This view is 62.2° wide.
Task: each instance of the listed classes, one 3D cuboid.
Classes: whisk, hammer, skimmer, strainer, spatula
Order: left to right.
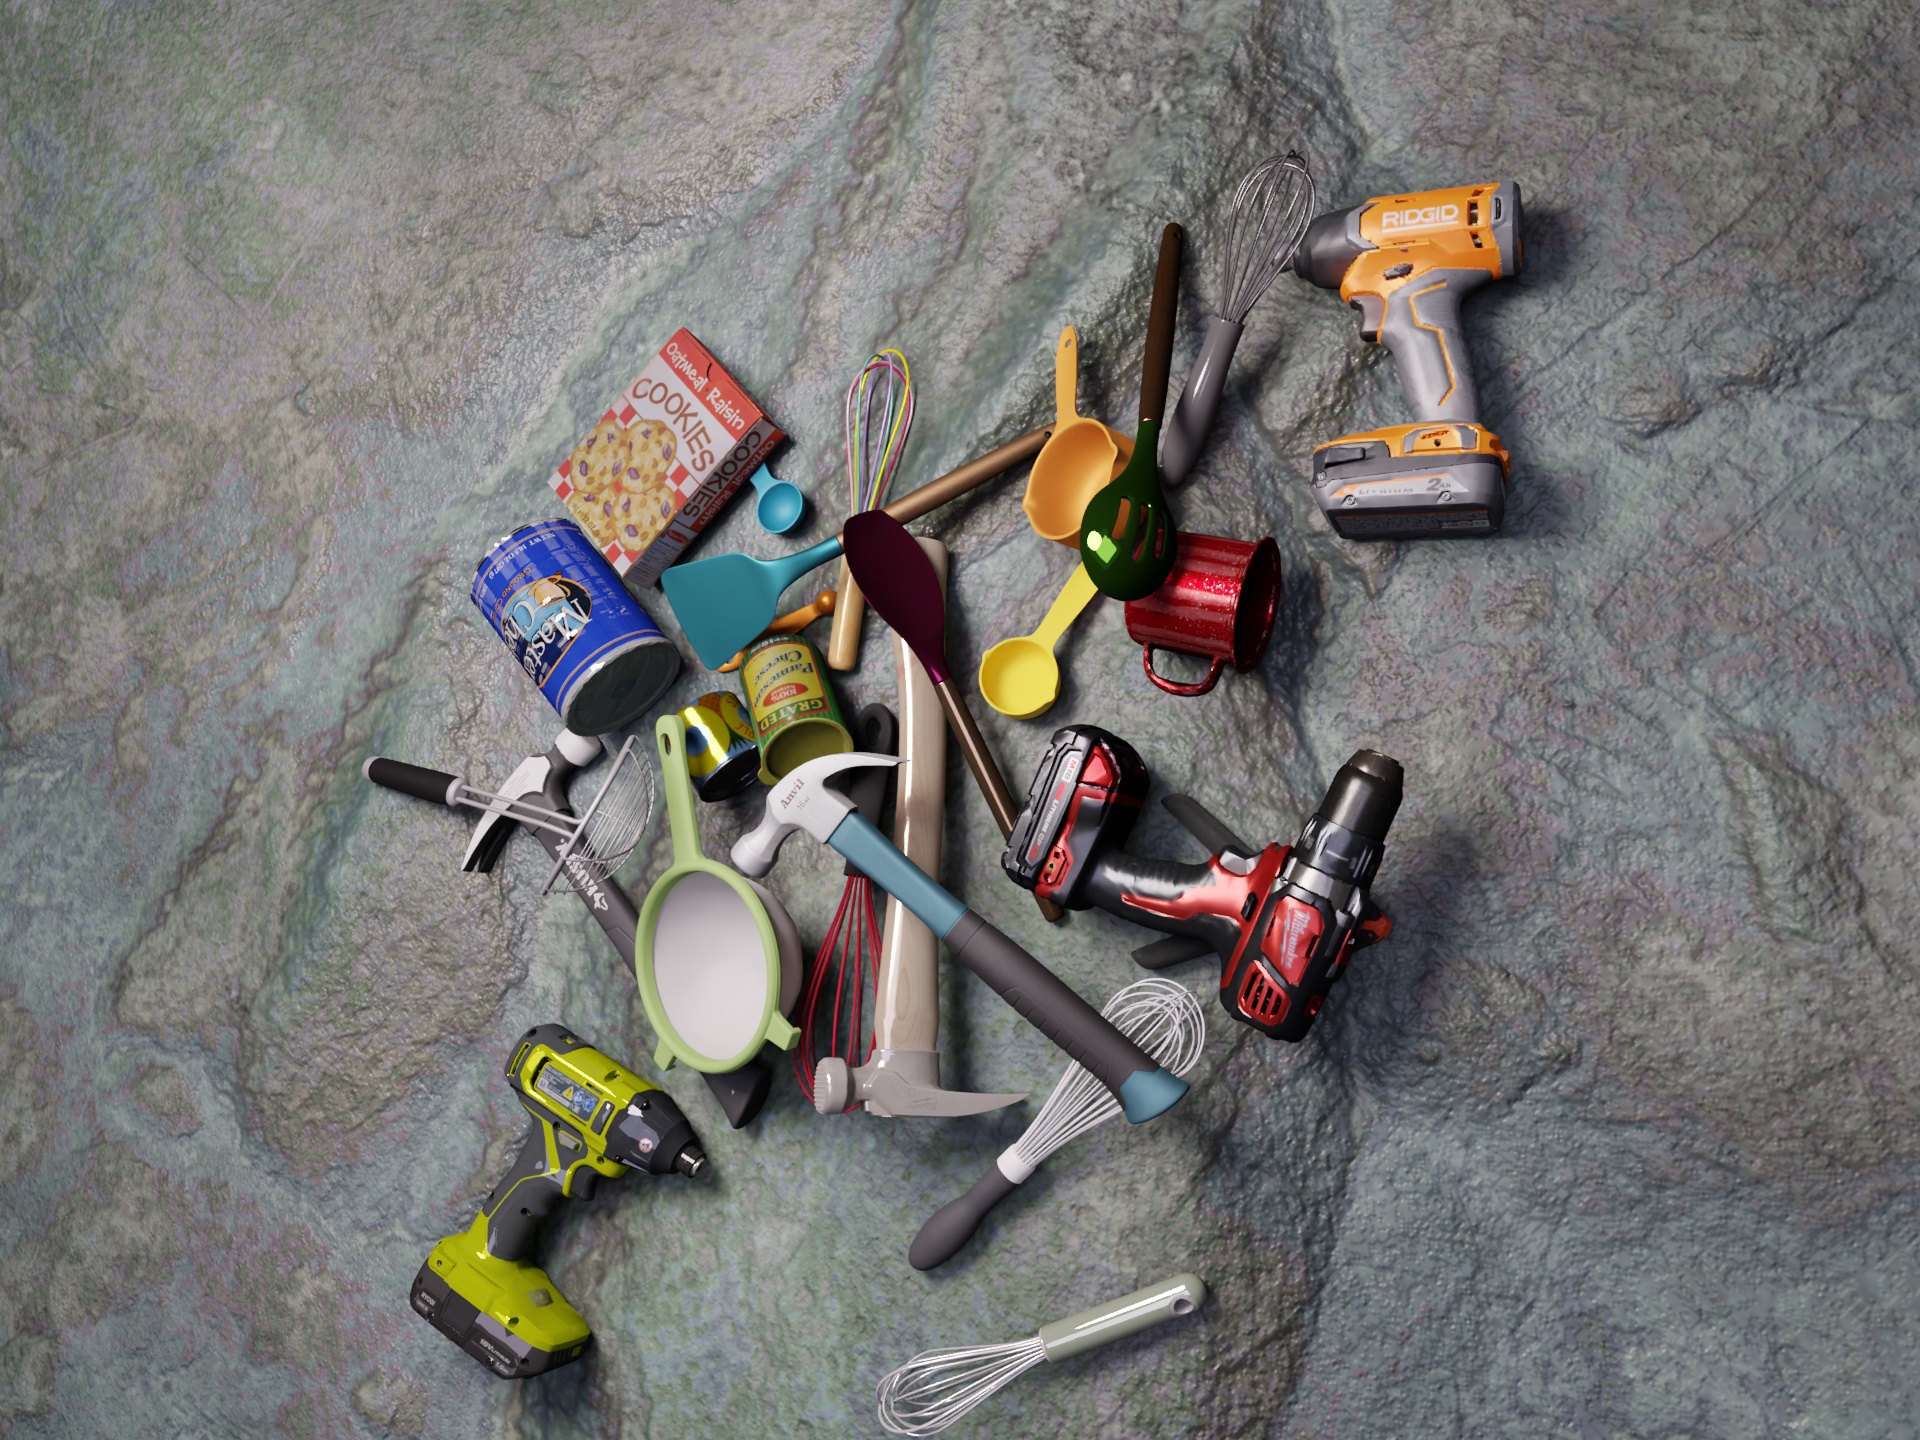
[{"bbox_3d":[-0.362,0.050,1.200,0.363,0.090,0.127,10,65,37],"label":"skimmer"},{"bbox_3d":[-0.256,0.170,1.219,0.146,0.035,0.335,-43,71,10],"label":"hammer"},{"bbox_3d":[-0.171,0.121,1.145,0.151,0.069,0.256,-19,77,40],"label":"strainer"},{"bbox_3d":[-0.074,0.131,1.146,0.073,0.073,0.296,0,77,20],"label":"whisk"},{"bbox_3d":[-0.071,-0.158,1.191,0.047,0.051,0.245,8,89,15],"label":"whisk"},{"bbox_3d":[-0.066,-0.142,1.164,0.317,0.044,0.082,-27,93,-2],"label":"spatula"},{"bbox_3d":[-0.021,0.070,1.125,0.146,0.038,0.411,6,75,-17],"label":"hammer"},{"bbox_3d":[0.007,0.143,1.033,0.331,0.033,0.128,40,102,11],"label":"hammer"},{"bbox_3d":[0.052,0.422,1.068,0.246,0.059,0.057,-25,112,12],"label":"whisk"},{"bbox_3d":[0.059,0.279,1.076,0.284,0.070,0.070,-47,70,14],"label":"whisk"},{"bbox_3d":[0.183,-0.268,1.077,0.055,0.055,0.239,29,115,21],"label":"whisk"}]

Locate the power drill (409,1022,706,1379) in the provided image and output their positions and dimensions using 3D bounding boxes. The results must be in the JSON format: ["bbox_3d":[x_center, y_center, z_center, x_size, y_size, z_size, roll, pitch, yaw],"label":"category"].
[{"bbox_3d":[-0.298,0.364,1.188,0.171,0.080,0.223,27,90,22],"label":"power drill"}]

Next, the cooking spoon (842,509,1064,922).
[{"bbox_3d":[-0.002,-0.004,1.121,0.017,0.069,0.319,-30,85,51],"label":"cooking spoon"}]

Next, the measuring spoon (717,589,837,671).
[{"bbox_3d":[-0.143,-0.068,1.220,0.117,0.011,0.021,-28,74,15],"label":"measuring spoon"}]

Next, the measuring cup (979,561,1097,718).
[{"bbox_3d":[0.072,-0.068,1.139,0.062,0.029,0.156,34,83,19],"label":"measuring cup"}]

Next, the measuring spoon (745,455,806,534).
[{"bbox_3d":[-0.155,-0.194,1.243,0.042,0.021,0.129,-39,63,14],"label":"measuring spoon"}]

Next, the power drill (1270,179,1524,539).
[{"bbox_3d":[0.284,-0.239,1.050,0.164,0.084,0.226,0,79,23],"label":"power drill"}]

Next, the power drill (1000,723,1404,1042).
[{"bbox_3d":[0.159,0.076,1.021,0.227,0.080,0.188,26,95,28],"label":"power drill"}]

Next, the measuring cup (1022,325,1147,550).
[{"bbox_3d":[0.093,-0.199,1.127,0.095,0.052,0.174,-26,55,45],"label":"measuring cup"}]

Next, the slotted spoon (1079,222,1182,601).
[{"bbox_3d":[0.129,-0.220,1.075,0.070,0.031,0.314,20,61,-18],"label":"slotted spoon"}]
